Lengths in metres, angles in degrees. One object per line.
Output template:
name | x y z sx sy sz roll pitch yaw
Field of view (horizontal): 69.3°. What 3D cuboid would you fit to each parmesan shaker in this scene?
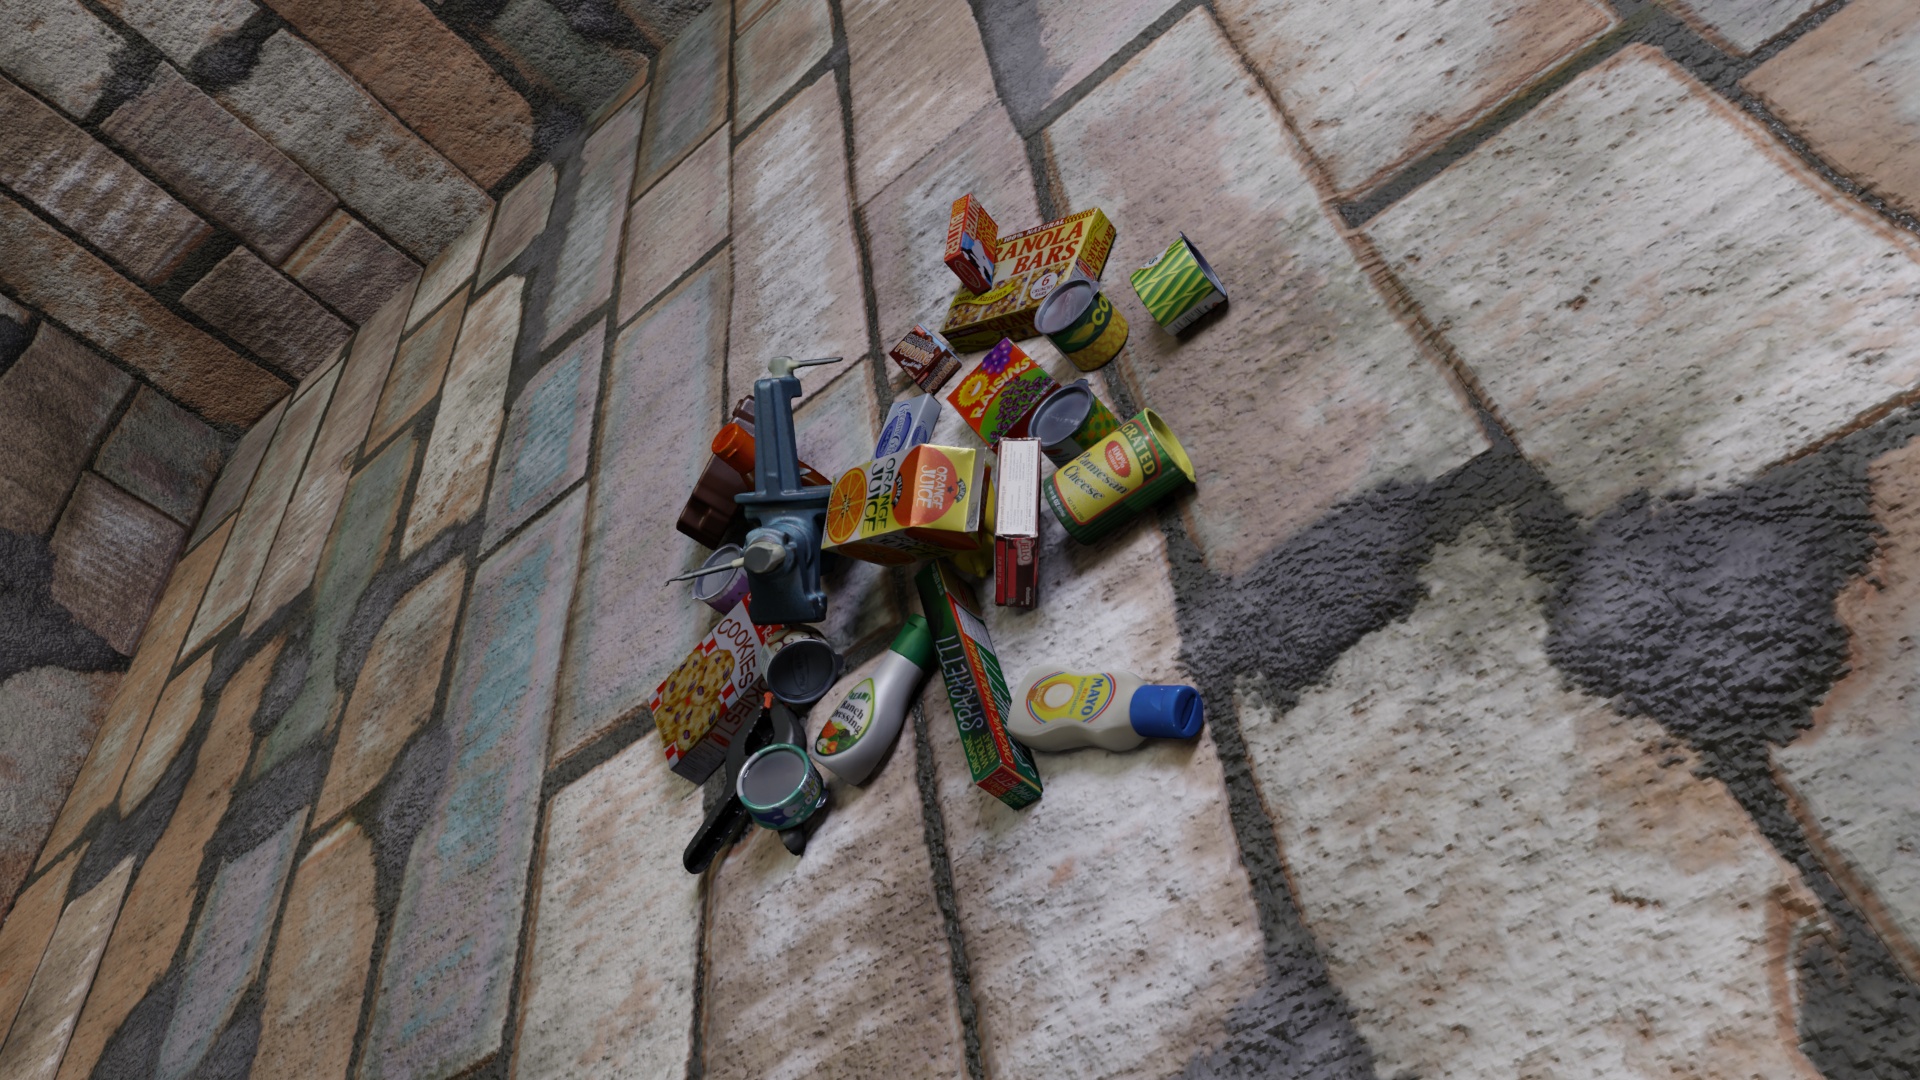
parmesan shaker | 0.126 -0.047 1.102 0.103 0.071 0.071 -35 37 19

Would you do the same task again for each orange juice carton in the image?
orange juice carton | -0.037 -0.029 1.164 0.192 0.073 0.072 -13 65 55

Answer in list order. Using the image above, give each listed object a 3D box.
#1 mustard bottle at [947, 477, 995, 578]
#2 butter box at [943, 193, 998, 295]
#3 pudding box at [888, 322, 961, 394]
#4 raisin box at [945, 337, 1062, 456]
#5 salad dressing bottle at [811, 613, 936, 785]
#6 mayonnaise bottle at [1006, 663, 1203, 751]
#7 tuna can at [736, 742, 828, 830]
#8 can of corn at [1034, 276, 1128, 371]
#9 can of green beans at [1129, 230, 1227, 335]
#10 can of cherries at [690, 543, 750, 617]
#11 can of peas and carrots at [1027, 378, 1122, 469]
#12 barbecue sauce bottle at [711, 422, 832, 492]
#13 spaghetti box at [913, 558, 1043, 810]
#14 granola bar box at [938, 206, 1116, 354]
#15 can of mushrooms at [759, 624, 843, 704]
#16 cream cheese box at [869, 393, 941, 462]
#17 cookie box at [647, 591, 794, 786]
mustard bottle | 0.004 -0.015 1.218 0.065 0.048 0.161 -40 36 20
butter box | 0.012 -0.303 1.415 0.024 0.053 0.104 -23 41 30
pudding box | -0.037 -0.189 1.449 0.049 0.030 0.084 -45 35 4
raisin box | 0.046 -0.129 1.292 0.086 0.040 0.124 -46 34 6
salad dressing bottle | -0.065 0.130 1.156 0.064 0.044 0.148 18 71 54
mayonnaise bottle | 0.102 0.119 0.985 0.148 0.041 0.065 -5 50 46
tuna can | -0.147 0.202 1.144 0.071 0.032 0.071 -12 44 12
can of corn | 0.113 -0.198 1.268 0.071 0.058 0.071 -29 39 26
can of green beans | 0.188 -0.220 1.199 0.057 0.071 0.071 -35 37 20
can of cherries | -0.228 0.047 1.404 0.071 0.058 0.072 -28 40 27
can of peas and carrots | 0.101 -0.092 1.177 0.071 0.058 0.071 -28 39 26
barbecue sauce bottle | -0.181 -0.059 1.376 0.064 0.148 0.044 -39 36 15
spaghetti box | 0.010 0.106 1.092 0.028 0.050 0.251 -40 35 16
granola bar box | 0.067 -0.259 1.394 0.165 0.039 0.125 -7 51 45
can of mushrooms | -0.143 0.110 1.245 0.071 0.071 0.033 -47 33 2
cream cheese box | -0.059 -0.097 1.388 0.053 0.024 0.104 -10 50 42
cookie box | -0.219 0.133 1.326 0.167 0.040 0.123 -46 34 5
